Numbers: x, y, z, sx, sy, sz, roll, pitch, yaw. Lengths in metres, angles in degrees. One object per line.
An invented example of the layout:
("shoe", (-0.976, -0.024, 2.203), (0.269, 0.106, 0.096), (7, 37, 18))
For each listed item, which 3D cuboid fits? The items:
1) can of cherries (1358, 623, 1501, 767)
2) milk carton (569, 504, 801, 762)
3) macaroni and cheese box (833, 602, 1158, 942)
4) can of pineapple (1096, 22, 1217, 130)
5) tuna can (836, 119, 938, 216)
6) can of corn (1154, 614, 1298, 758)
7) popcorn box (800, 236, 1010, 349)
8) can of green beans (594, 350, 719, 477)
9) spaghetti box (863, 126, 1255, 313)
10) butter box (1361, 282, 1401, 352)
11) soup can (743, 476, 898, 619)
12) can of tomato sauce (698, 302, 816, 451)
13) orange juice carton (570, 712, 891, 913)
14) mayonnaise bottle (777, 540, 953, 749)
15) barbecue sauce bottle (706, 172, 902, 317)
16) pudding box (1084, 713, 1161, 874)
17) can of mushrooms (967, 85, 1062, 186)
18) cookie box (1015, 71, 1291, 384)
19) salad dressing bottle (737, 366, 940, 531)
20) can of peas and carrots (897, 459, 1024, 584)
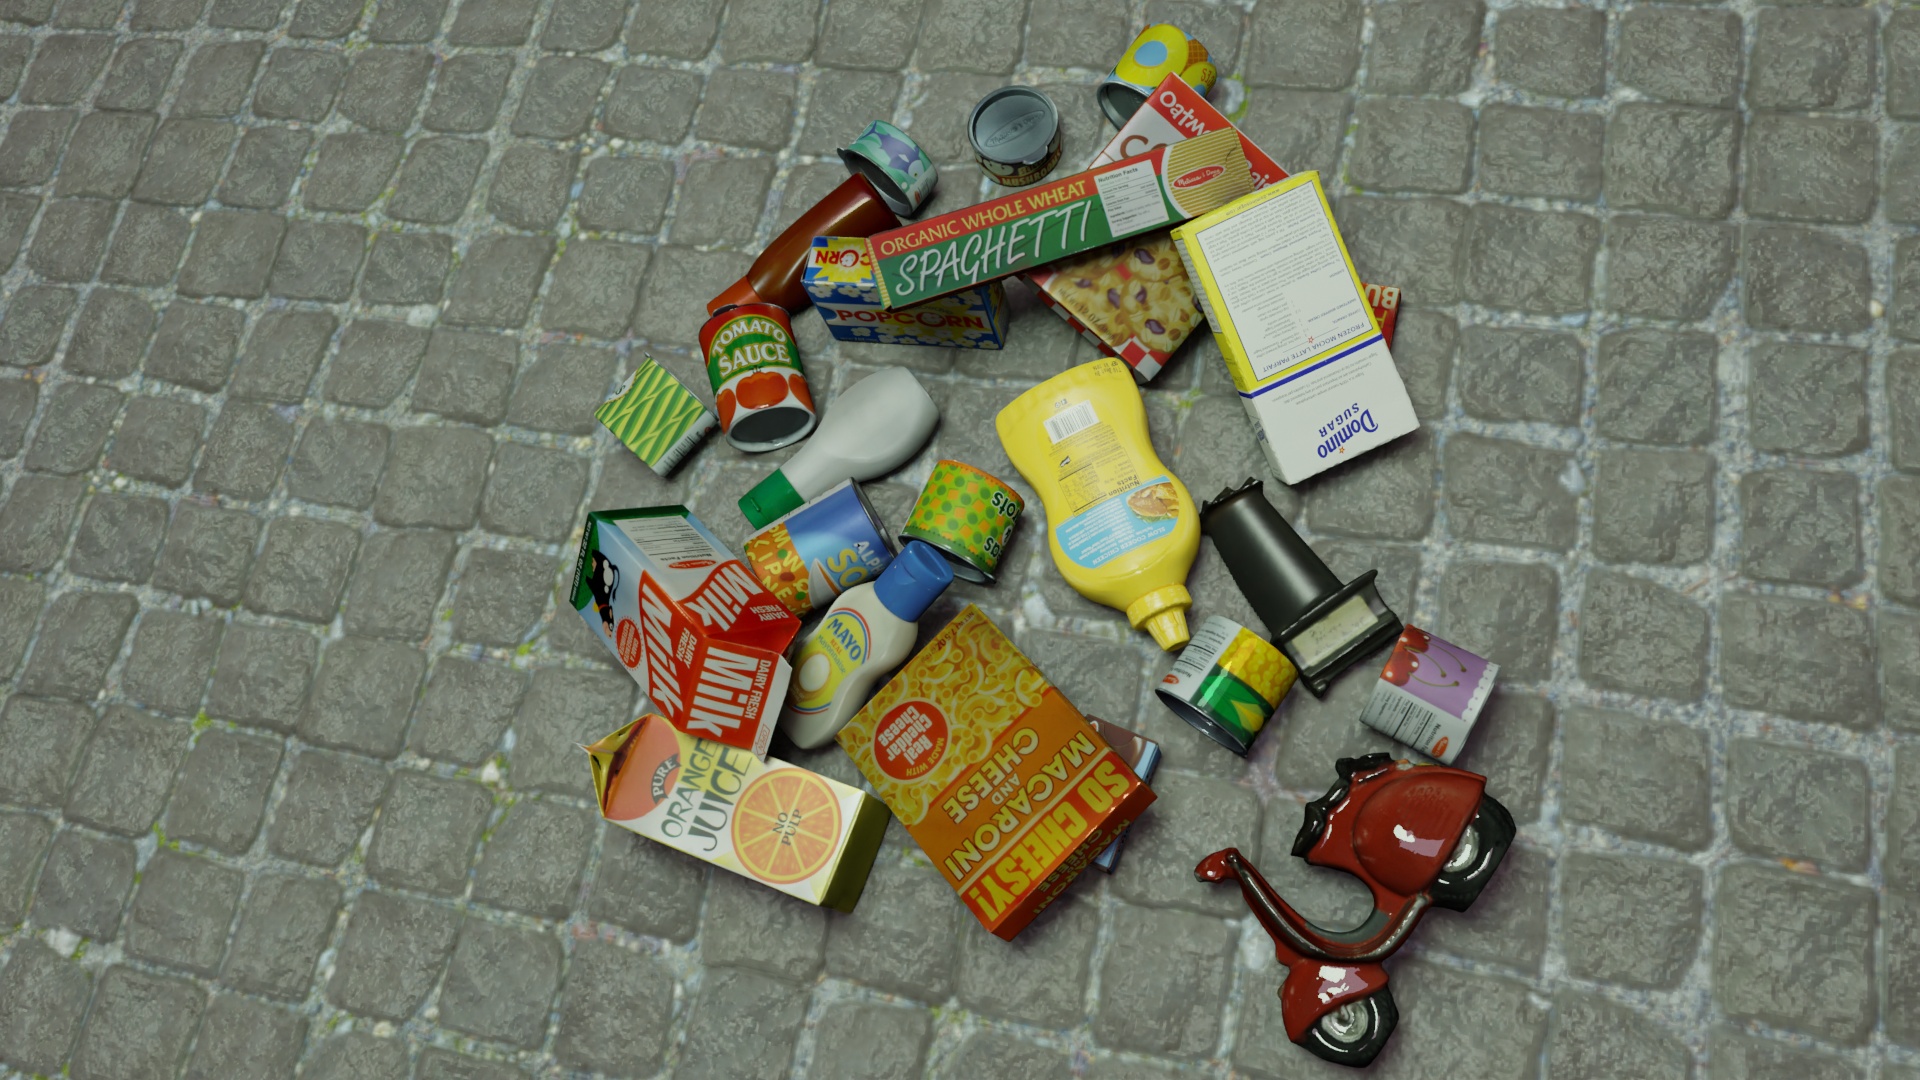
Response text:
("can of cherries", (0.275, 0.088, 0.814), (0.058, 0.071, 0.071), (26, 79, 19))
("milk carton", (-0.166, 0.055, 0.872), (0.191, 0.073, 0.072), (39, 121, 37))
("macaroni and cheese box", (0.019, 0.137, 0.840), (0.124, 0.040, 0.167), (-44, 55, 0))
("can of pineapple", (0.141, -0.321, 0.984), (0.071, 0.071, 0.058), (32, 80, 20))
("tuna can", (-0.052, -0.271, 1.006), (0.071, 0.071, 0.033), (37, 81, 20))
("can of corn", (0.163, 0.088, 0.838), (0.071, 0.071, 0.058), (34, 81, 20))
("popcorn box", (-0.035, -0.170, 0.957), (0.127, 0.085, 0.038), (5, 72, 13))
("can of green beans", (-0.213, -0.087, 0.975), (0.071, 0.071, 0.058), (41, 84, 21))
("spaghetti box", (0.063, -0.204, 0.888), (0.250, 0.028, 0.050), (-18, 92, -4))
("butter box", (0.237, -0.149, 0.926), (0.103, 0.024, 0.053), (13, 74, 16))
("soup can", (-0.090, 0.009, 0.916), (0.084, 0.071, 0.071), (-30, 68, 1))
("can of tomato sauce", (-0.141, -0.114, 0.968), (0.071, 0.071, 0.083), (-19, 69, 5))
("orange juice carton", (-0.149, 0.164, 0.871), (0.193, 0.071, 0.073), (17, 75, 16))
("mayonnaise bottle", (-0.064, 0.063, 0.877), (0.147, 0.041, 0.065), (-48, 65, 19))
("barbecue sauce bottle", (-0.114, -0.199, 0.998), (0.148, 0.065, 0.044), (-36, 67, 7))
("pudding box", (0.085, 0.155, 0.848), (0.050, 0.030, 0.084), (19, 76, 19))
("can of mushrooms", (0.041, -0.293, 1.012), (0.071, 0.033, 0.071), (-4, 70, 10))
("cookie box", (0.131, -0.208, 0.929), (0.123, 0.040, 0.167), (40, 88, -4))
("salad dressing bottle", (-0.084, -0.058, 0.951), (0.148, 0.044, 0.064), (-38, 69, -2))
("can of peas and carrots", (0.003, -0.011, 0.904), (0.071, 0.070, 0.059), (22, 77, 18))
